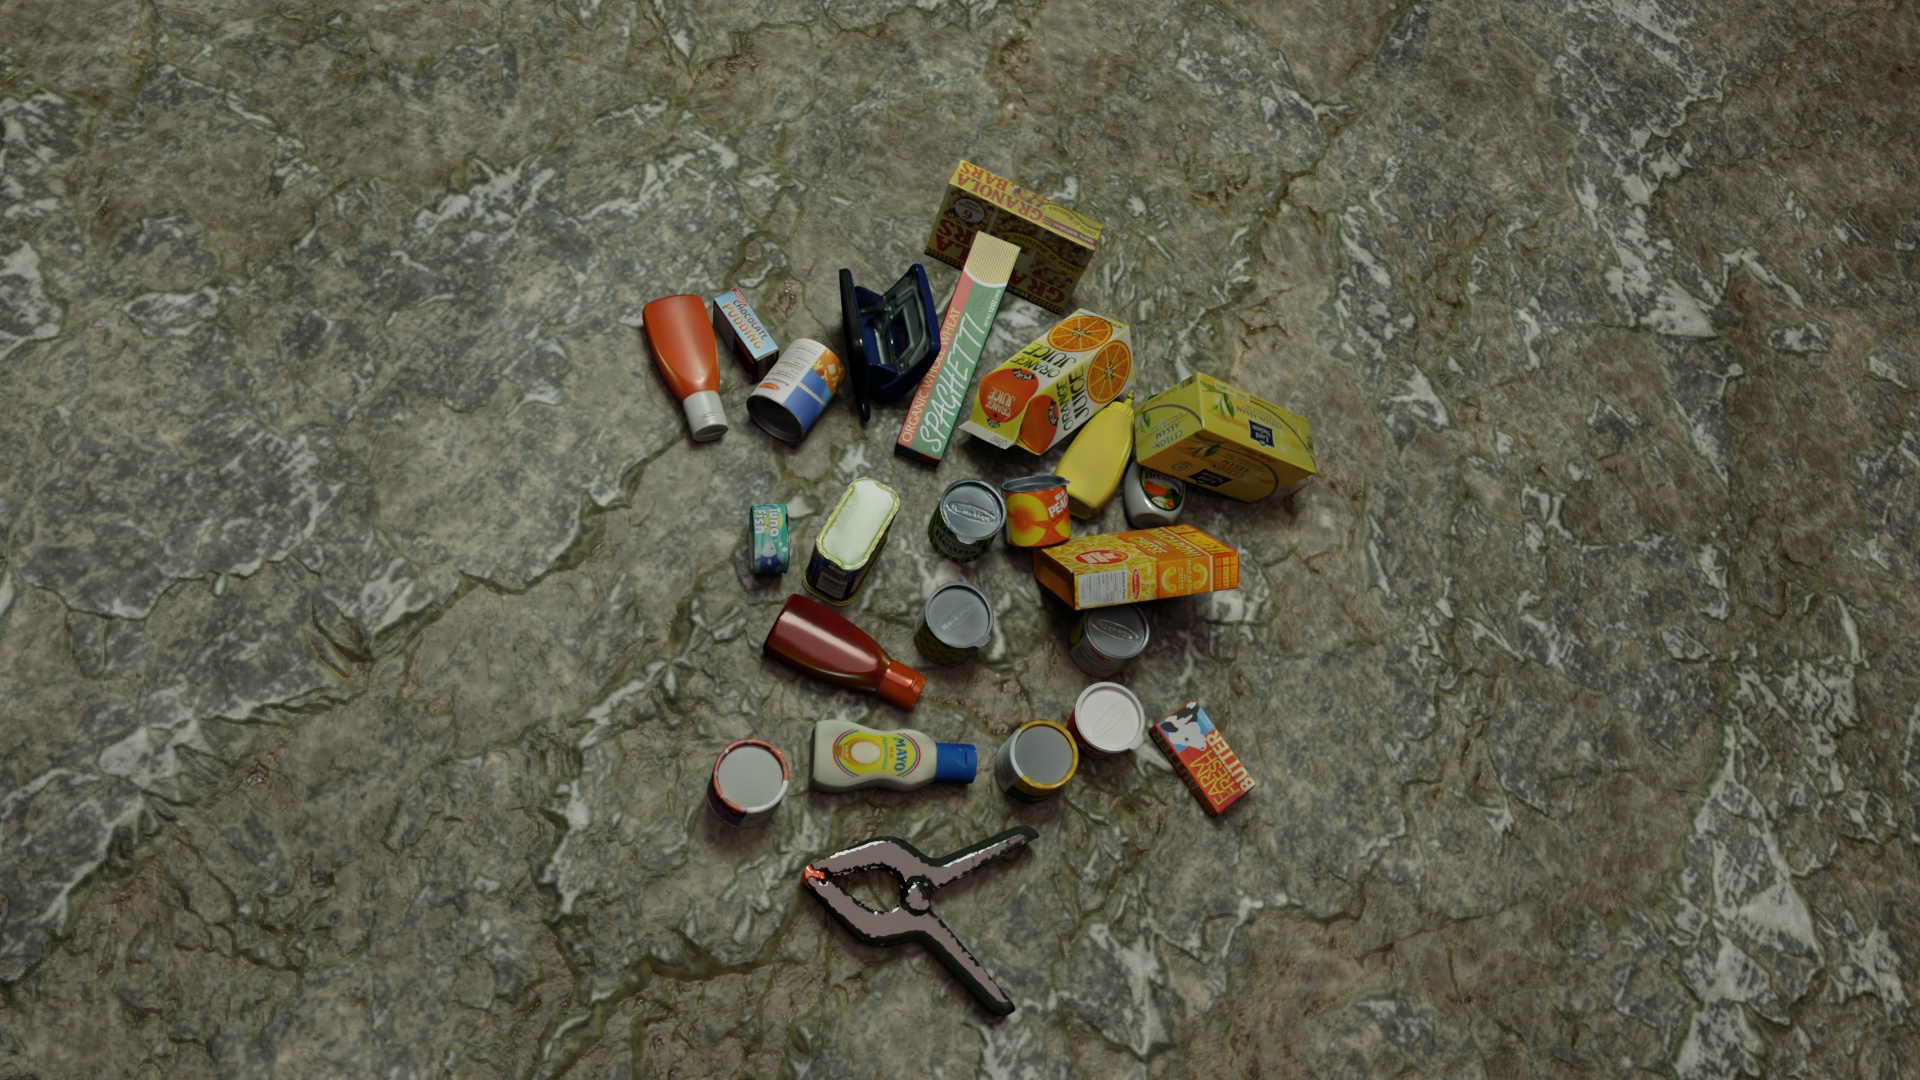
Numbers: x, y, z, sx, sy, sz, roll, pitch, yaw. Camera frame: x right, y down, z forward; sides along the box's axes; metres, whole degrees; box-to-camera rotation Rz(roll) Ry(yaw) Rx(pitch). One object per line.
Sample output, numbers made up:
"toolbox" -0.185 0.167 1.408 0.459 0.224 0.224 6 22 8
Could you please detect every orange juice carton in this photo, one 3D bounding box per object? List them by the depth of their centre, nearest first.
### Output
"orange juice carton" 0.089 -0.154 1.425 0.193 0.072 0.072 -38 45 -26

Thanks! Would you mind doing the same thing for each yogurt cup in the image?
"yogurt cup" 0.133 0.173 1.309 0.072 0.053 0.072 6 64 -12

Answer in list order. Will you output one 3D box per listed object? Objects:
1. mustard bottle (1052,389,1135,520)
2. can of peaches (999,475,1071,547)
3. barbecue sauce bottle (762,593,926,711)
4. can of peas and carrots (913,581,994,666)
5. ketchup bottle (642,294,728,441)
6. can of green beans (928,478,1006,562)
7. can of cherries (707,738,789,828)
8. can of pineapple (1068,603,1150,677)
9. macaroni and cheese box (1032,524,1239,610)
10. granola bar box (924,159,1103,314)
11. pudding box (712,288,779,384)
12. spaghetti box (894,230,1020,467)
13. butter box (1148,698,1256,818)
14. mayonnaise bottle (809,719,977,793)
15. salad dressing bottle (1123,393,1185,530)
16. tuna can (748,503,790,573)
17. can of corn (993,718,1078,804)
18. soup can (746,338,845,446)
"mustard bottle" 0.149 -0.095 1.440 0.065 0.048 0.161 29 61 7
"can of peaches" 0.077 -0.029 1.370 0.071 0.071 0.058 -11 105 -19
"barbecue sauce bottle" -0.104 0.108 1.284 0.148 0.043 0.065 27 62 -1
"can of peas and carrots" -0.005 0.081 1.313 0.071 0.058 0.071 6 65 -12
"ketchup bottle" -0.267 -0.171 1.372 0.065 0.043 0.149 -14 70 -19
"can of green beans" 0.006 -0.019 1.363 0.071 0.057 0.071 6 65 -12
"can of cherries" -0.187 0.209 1.207 0.071 0.058 0.072 6 65 -12
"can of pineapple" 0.144 0.092 1.347 0.071 0.057 0.071 6 65 -12
"macaroni and cheese box" 0.168 0.024 1.347 0.167 0.124 0.040 -6 105 -14
"granola bar box" 0.055 -0.321 1.479 0.165 0.123 0.039 24 62 -3
"pudding box" -0.217 -0.205 1.398 0.030 0.049 0.084 -29 75 -22
"spaghetti box" -0.003 -0.197 1.426 0.050 0.028 0.250 21 78 -3
"butter box" 0.232 0.209 1.334 0.053 0.024 0.103 -29 75 -25
"mayonnaise bottle" -0.061 0.198 1.255 0.148 0.041 0.065 5 63 -12
"salad dressing bottle" 0.206 -0.083 1.452 0.064 0.043 0.148 18 62 -17
"tuna can" -0.179 -0.003 1.301 0.033 0.070 0.071 -1 66 -14
"can of corn" 0.072 0.203 1.277 0.071 0.058 0.071 5 65 -12
"soup can" -0.161 -0.147 1.378 0.071 0.071 0.084 32 61 2
